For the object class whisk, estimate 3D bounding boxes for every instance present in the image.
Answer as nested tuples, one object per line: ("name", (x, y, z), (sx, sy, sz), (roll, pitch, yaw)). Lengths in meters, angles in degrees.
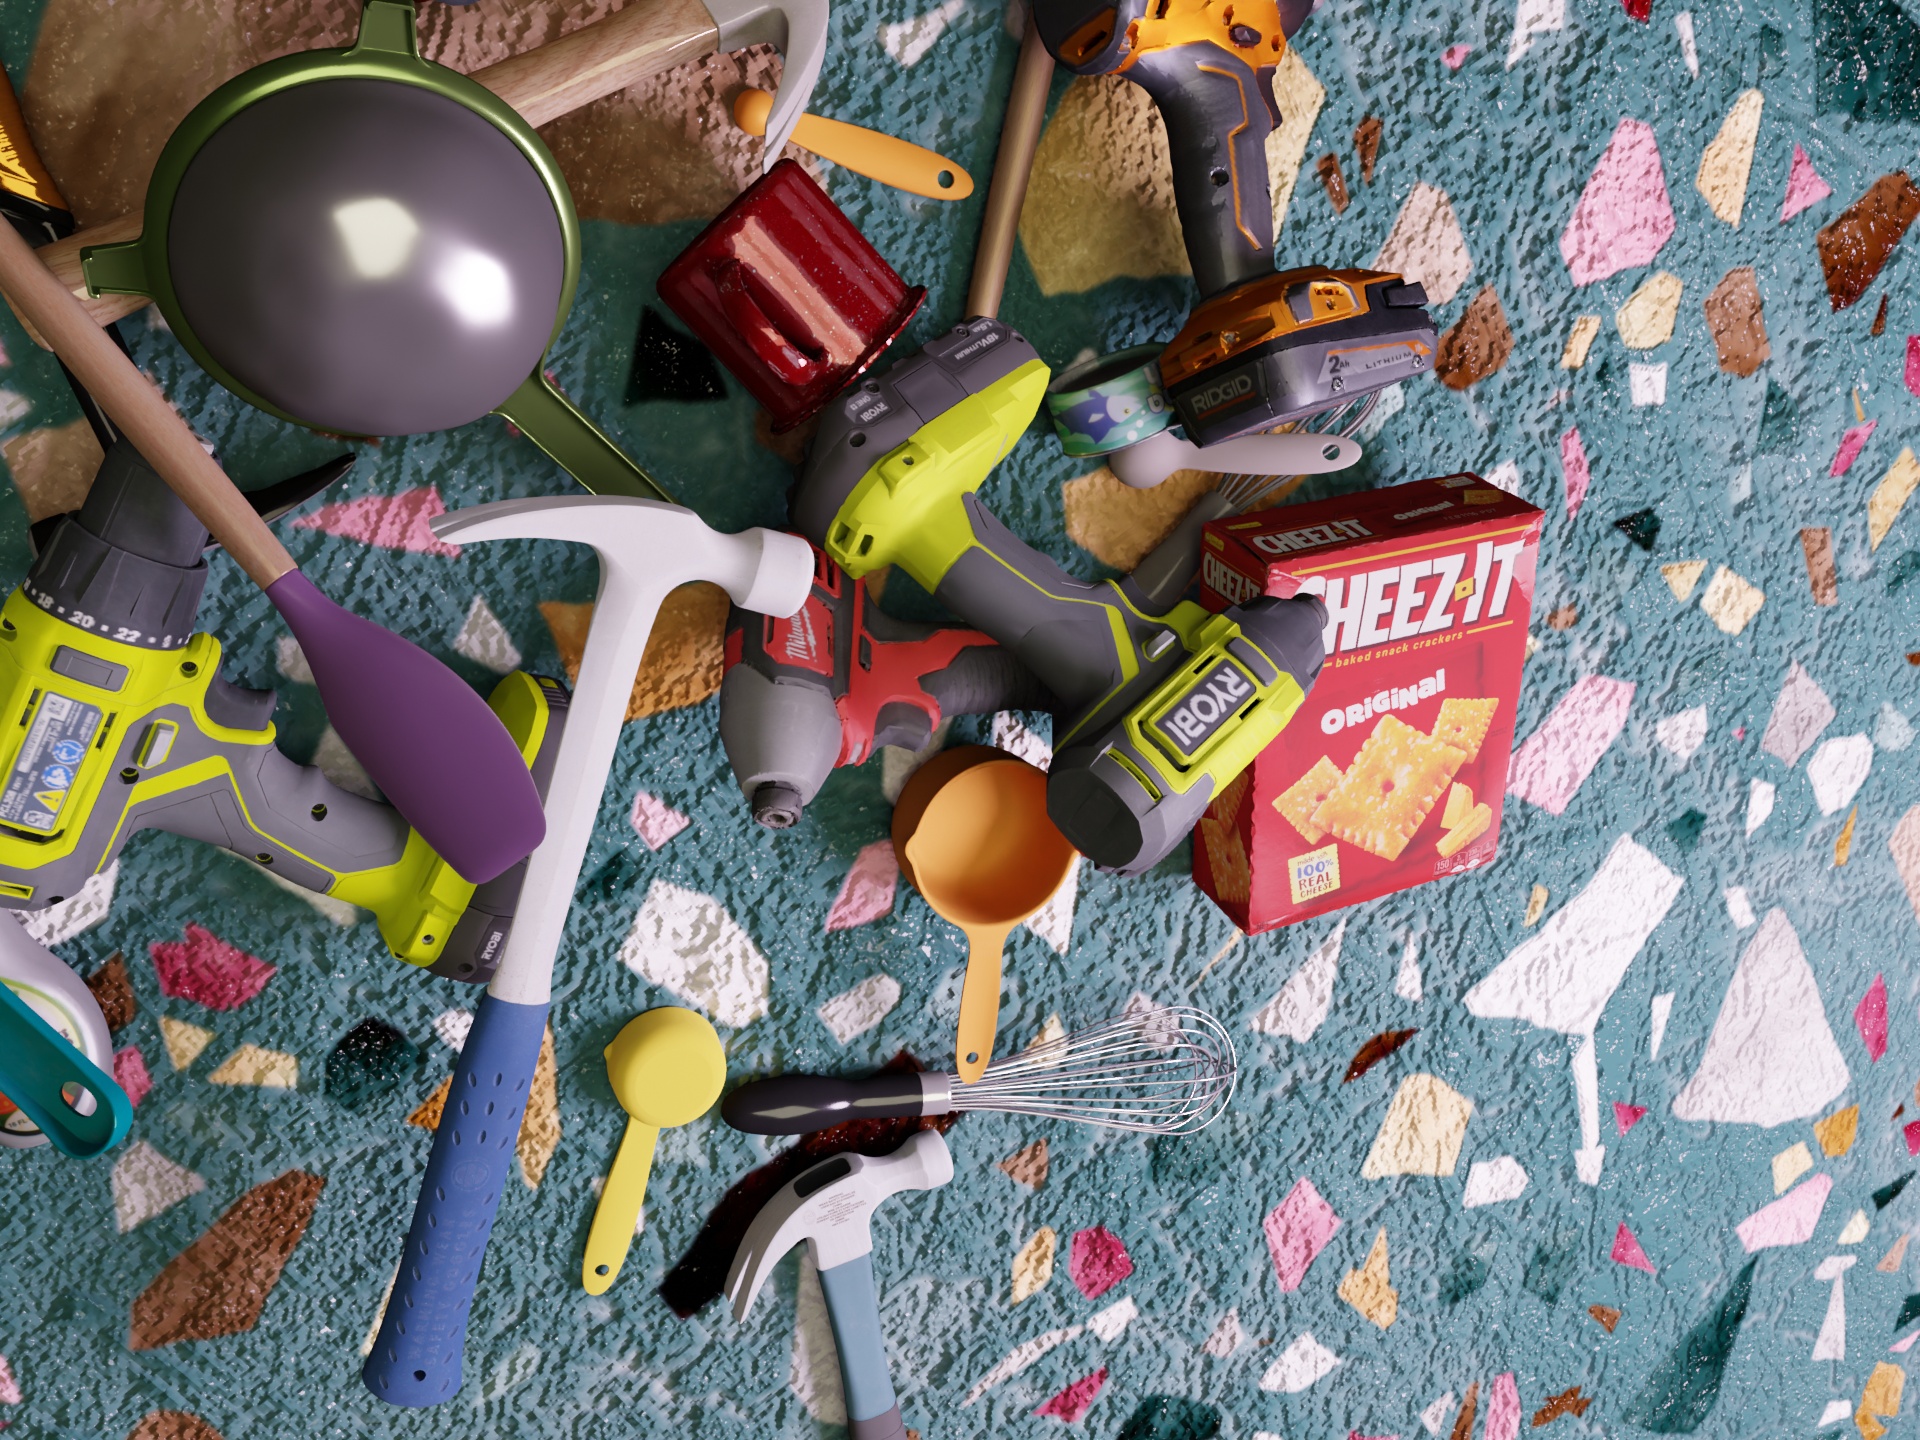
("whisk", (0.016, 0.195, 0.840), (0.284, 0.070, 0.070), (-2, 105, -16))
("whisk", (0.135, -0.109, 0.810), (0.055, 0.055, 0.239), (41, 91, -25))

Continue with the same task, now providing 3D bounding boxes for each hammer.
("hammer", (-0.046, 0.389, 0.877), (0.128, 0.033, 0.331), (-15, 109, -18))
("hammer", (-0.198, -0.225, 0.610), (0.331, 0.031, 0.130), (-31, 80, -14))
("hammer", (-0.185, 0.102, 0.654), (0.144, 0.035, 0.405), (12, 104, -27))
("hammer", (-0.354, -0.220, 0.592), (0.127, 0.034, 0.336), (-24, 111, -13))

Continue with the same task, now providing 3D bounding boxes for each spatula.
("spatula", (-0.258, -0.072, 0.567), (0.060, 0.018, 0.316), (-34, 100, 20))

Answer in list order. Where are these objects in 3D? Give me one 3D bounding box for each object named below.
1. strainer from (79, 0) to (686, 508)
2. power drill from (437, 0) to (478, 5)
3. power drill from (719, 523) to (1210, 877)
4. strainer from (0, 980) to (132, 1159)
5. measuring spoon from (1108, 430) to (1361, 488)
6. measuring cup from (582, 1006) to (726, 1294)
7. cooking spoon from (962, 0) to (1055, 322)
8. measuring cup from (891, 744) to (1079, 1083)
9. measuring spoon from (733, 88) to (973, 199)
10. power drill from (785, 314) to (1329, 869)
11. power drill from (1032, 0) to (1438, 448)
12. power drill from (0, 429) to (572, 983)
("strainer", (-0.178, -0.125, 0.600), (0.151, 0.069, 0.256), (-37, 137, 8))
("power drill", (-0.183, -0.370, 0.568), (0.227, 0.188, 0.080), (-53, 159, -11))
("power drill", (-0.001, -0.002, 0.723), (0.219, 0.078, 0.143), (12, 55, -16))
("strainer", (-0.430, 0.040, 0.532), (0.340, 0.095, 0.211), (43, 93, -2))
("measuring spoon", (0.134, -0.133, 0.782), (0.124, 0.018, 0.034), (1, 86, 12))
("measuring cup", (-0.158, 0.219, 0.788), (0.062, 0.029, 0.156), (15, 96, -24))
("cooking spoon", (0.040, -0.324, 0.729), (0.068, 0.017, 0.319), (9, 100, -24))
("measuring cup", (0.005, 0.096, 0.810), (0.095, 0.052, 0.173), (0, 106, -22))
("measuring spoon", (-0.045, -0.258, 0.716), (0.116, 0.011, 0.021), (12, 99, -24))
("power drill", (0.049, -0.064, 0.693), (0.223, 0.080, 0.171), (45, 55, 8))
("power drill", (0.136, -0.253, 0.726), (0.164, 0.084, 0.226), (-22, 94, -36))
("power drill", (-0.268, 0.004, 0.645), (0.228, 0.080, 0.190), (23, 99, -31))
